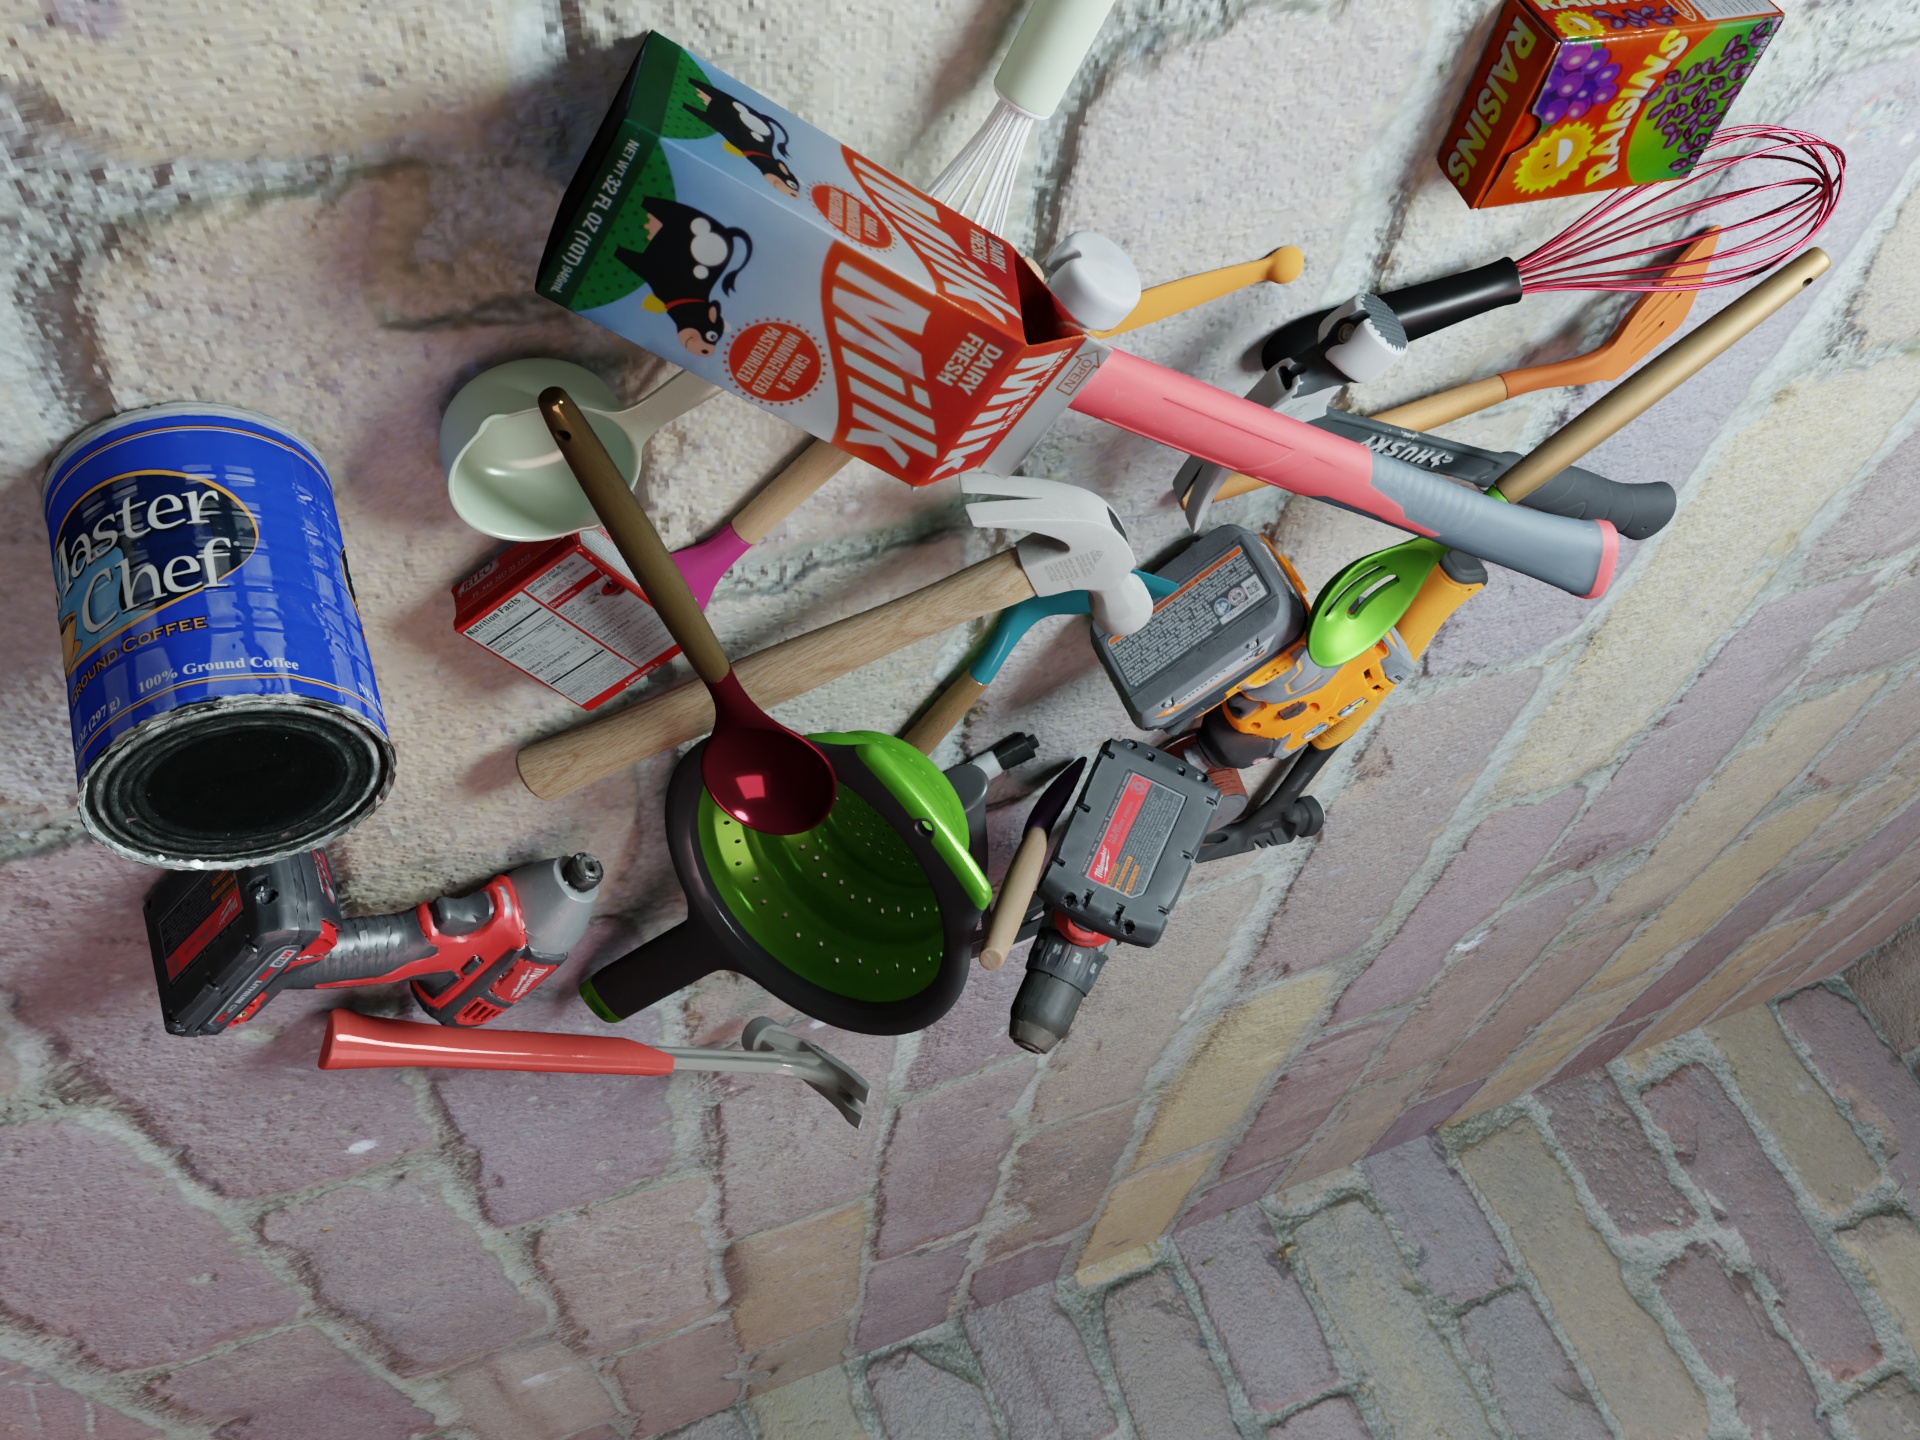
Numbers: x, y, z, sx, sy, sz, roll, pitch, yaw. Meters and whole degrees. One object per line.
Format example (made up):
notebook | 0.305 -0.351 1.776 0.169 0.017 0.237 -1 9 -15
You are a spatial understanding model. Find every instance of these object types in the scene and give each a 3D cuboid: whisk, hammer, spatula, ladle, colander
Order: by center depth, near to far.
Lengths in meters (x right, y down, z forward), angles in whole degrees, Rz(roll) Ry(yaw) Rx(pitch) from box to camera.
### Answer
whisk | 0.019 -0.223 0.589 0.057 0.059 0.246 14 130 -25
ladle | -0.120 -0.036 0.713 0.069 0.031 0.315 -6 147 10
hammer | 0.164 -0.110 0.752 0.386 0.038 0.143 13 147 -31
whisk | 0.290 -0.224 0.782 0.296 0.073 0.073 -18 151 2
hammer | -0.073 -0.033 0.797 0.331 0.031 0.129 -22 145 9
spatula | 0.268 -0.180 0.870 0.322 0.041 0.081 -20 152 -1
hammer | 0.286 -0.137 0.883 0.408 0.036 0.149 3 150 -42
spatula | -0.001 -0.003 0.933 0.082 0.044 0.317 11 137 -34
spatula | 0.043 0.077 0.941 0.059 0.018 0.316 -47 -177 18
colander | -0.113 0.103 0.971 0.397 0.204 0.094 -31 -171 44
hammer | -0.239 0.226 1.061 0.358 0.149 0.037 12 94 -37
hammer | 0.010 0.108 1.105 0.146 0.035 0.334 -21 156 -7
hammer | 0.273 -0.004 1.148 0.127 0.034 0.336 -10 148 -26

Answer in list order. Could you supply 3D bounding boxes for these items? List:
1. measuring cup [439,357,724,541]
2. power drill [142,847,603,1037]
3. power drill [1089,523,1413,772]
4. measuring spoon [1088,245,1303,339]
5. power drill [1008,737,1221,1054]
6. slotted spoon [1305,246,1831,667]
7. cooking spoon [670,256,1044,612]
measuring cup | -0.131 -0.133 0.632 0.167 0.038 0.083 -30 151 5
power drill | -0.305 0.111 0.863 0.143 0.079 0.219 -39 151 24
power drill | 0.173 -0.028 0.989 0.164 0.084 0.226 -36 153 22
measuring spoon | 0.107 -0.194 0.733 0.117 0.011 0.021 -20 151 -8
power drill | 0.088 0.121 1.046 0.226 0.080 0.188 98 17 -72
slotted spoon | 0.304 -0.133 0.826 0.313 0.031 0.070 -39 142 22
cooking spoon | -0.083 -0.102 0.734 0.319 0.017 0.068 -38 148 24
